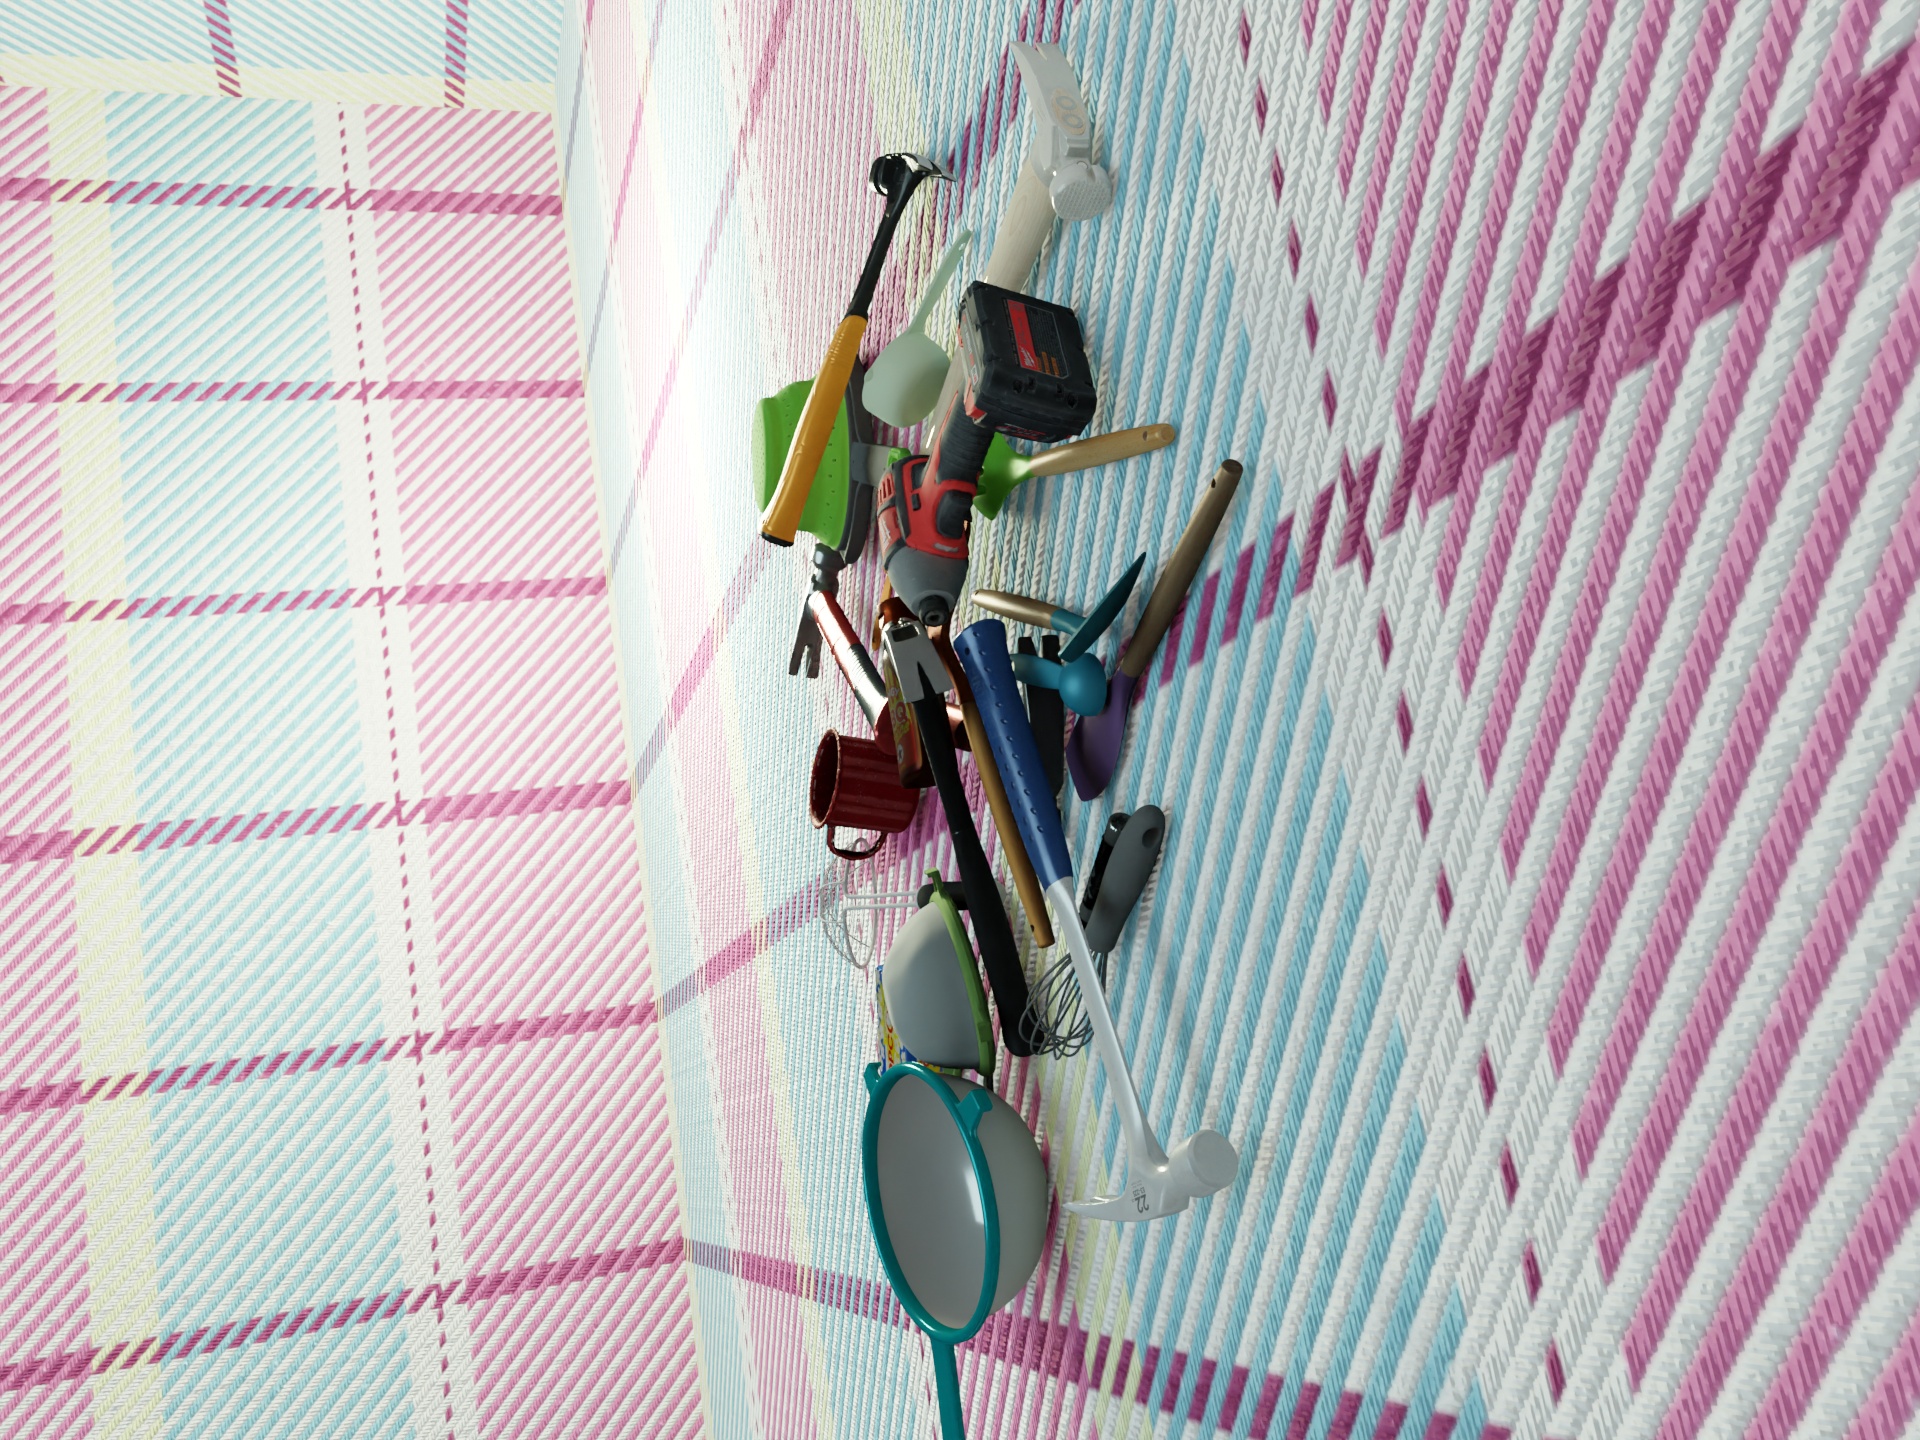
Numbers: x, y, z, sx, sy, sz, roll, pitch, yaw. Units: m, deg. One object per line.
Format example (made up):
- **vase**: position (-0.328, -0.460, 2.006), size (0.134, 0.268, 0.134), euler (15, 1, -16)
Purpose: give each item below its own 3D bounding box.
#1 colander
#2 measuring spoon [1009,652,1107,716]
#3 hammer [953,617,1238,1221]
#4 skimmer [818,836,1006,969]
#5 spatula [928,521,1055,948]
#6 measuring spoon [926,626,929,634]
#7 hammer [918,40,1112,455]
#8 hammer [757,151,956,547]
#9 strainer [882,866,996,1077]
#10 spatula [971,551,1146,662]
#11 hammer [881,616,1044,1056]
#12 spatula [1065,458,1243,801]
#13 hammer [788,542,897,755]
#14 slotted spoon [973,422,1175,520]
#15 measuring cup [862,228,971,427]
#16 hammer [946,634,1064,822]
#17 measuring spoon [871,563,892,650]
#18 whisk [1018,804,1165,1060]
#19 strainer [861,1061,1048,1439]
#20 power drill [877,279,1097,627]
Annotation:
- **colander**: position (-0.127, -0.235, 1.435), size (0.397, 0.094, 0.204), euler (-142, 51, -71)
- **measuring spoon**: position (0.055, -0.029, 1.068), size (0.129, 0.021, 0.042), euler (18, 110, 59)
- **hammer**: position (0.063, 0.119, 1.020), size (0.144, 0.035, 0.406), euler (-50, 49, 49)
- **skimmer**: position (-0.035, 0.160, 1.426), size (0.363, 0.090, 0.127), euler (-14, 74, 60)
- **spatula**: position (0.022, 0.008, 1.146), size (0.081, 0.041, 0.323), euler (126, 131, -58)
- **measuring spoon**: position (-0.023, -0.077, 1.313), size (0.034, 0.018, 0.124), euler (151, 129, -66)
- **hammer**: position (0.014, -0.293, 1.175), size (0.410, 0.038, 0.146), euler (117, 144, -56)
- **hammer**: position (-0.095, -0.302, 1.315), size (0.127, 0.034, 0.337), euler (39, 110, 62)
- **strainer**: position (-0.026, 0.243, 1.294), size (0.256, 0.069, 0.152), euler (93, 160, -55)
- **spatula**: position (0.054, -0.081, 1.099), size (0.082, 0.044, 0.318), euler (-51, 19, -4)
- **hammer**: position (0.006, 0.093, 1.162), size (0.146, 0.035, 0.334), euler (-122, 16, -76)
- **spatula**: position (0.114, -0.046, 0.981), size (0.315, 0.018, 0.060), euler (110, 149, -52)
- **hammer**: position (-0.103, -0.043, 1.462), size (0.387, 0.038, 0.143), euler (-123, 44, -63)
- **slotted spoon**: position (0.064, -0.178, 1.080), size (0.314, 0.031, 0.070), euler (-171, 81, -68)
- **measuring cup**: position (-0.020, -0.304, 1.254), size (0.038, 0.083, 0.167), euler (40, 121, 16)
- **hammer**: position (-0.002, -0.004, 1.285), size (0.359, 0.036, 0.149), euler (-163, 70, -68)
- **measuring spoon**: position (-0.076, -0.109, 1.500), size (0.116, 0.011, 0.021), euler (106, 152, -44)
- **whisk**: position (0.089, 0.144, 1.052), size (0.055, 0.055, 0.238), euler (-115, 33, -44)
- **strainer**: position (0.015, 0.431, 1.241), size (0.211, 0.095, 0.340), euler (-9, 87, 61)
- **power drill**: position (0.006, -0.173, 1.085), size (0.219, 0.078, 0.143), euler (123, 149, -43)
